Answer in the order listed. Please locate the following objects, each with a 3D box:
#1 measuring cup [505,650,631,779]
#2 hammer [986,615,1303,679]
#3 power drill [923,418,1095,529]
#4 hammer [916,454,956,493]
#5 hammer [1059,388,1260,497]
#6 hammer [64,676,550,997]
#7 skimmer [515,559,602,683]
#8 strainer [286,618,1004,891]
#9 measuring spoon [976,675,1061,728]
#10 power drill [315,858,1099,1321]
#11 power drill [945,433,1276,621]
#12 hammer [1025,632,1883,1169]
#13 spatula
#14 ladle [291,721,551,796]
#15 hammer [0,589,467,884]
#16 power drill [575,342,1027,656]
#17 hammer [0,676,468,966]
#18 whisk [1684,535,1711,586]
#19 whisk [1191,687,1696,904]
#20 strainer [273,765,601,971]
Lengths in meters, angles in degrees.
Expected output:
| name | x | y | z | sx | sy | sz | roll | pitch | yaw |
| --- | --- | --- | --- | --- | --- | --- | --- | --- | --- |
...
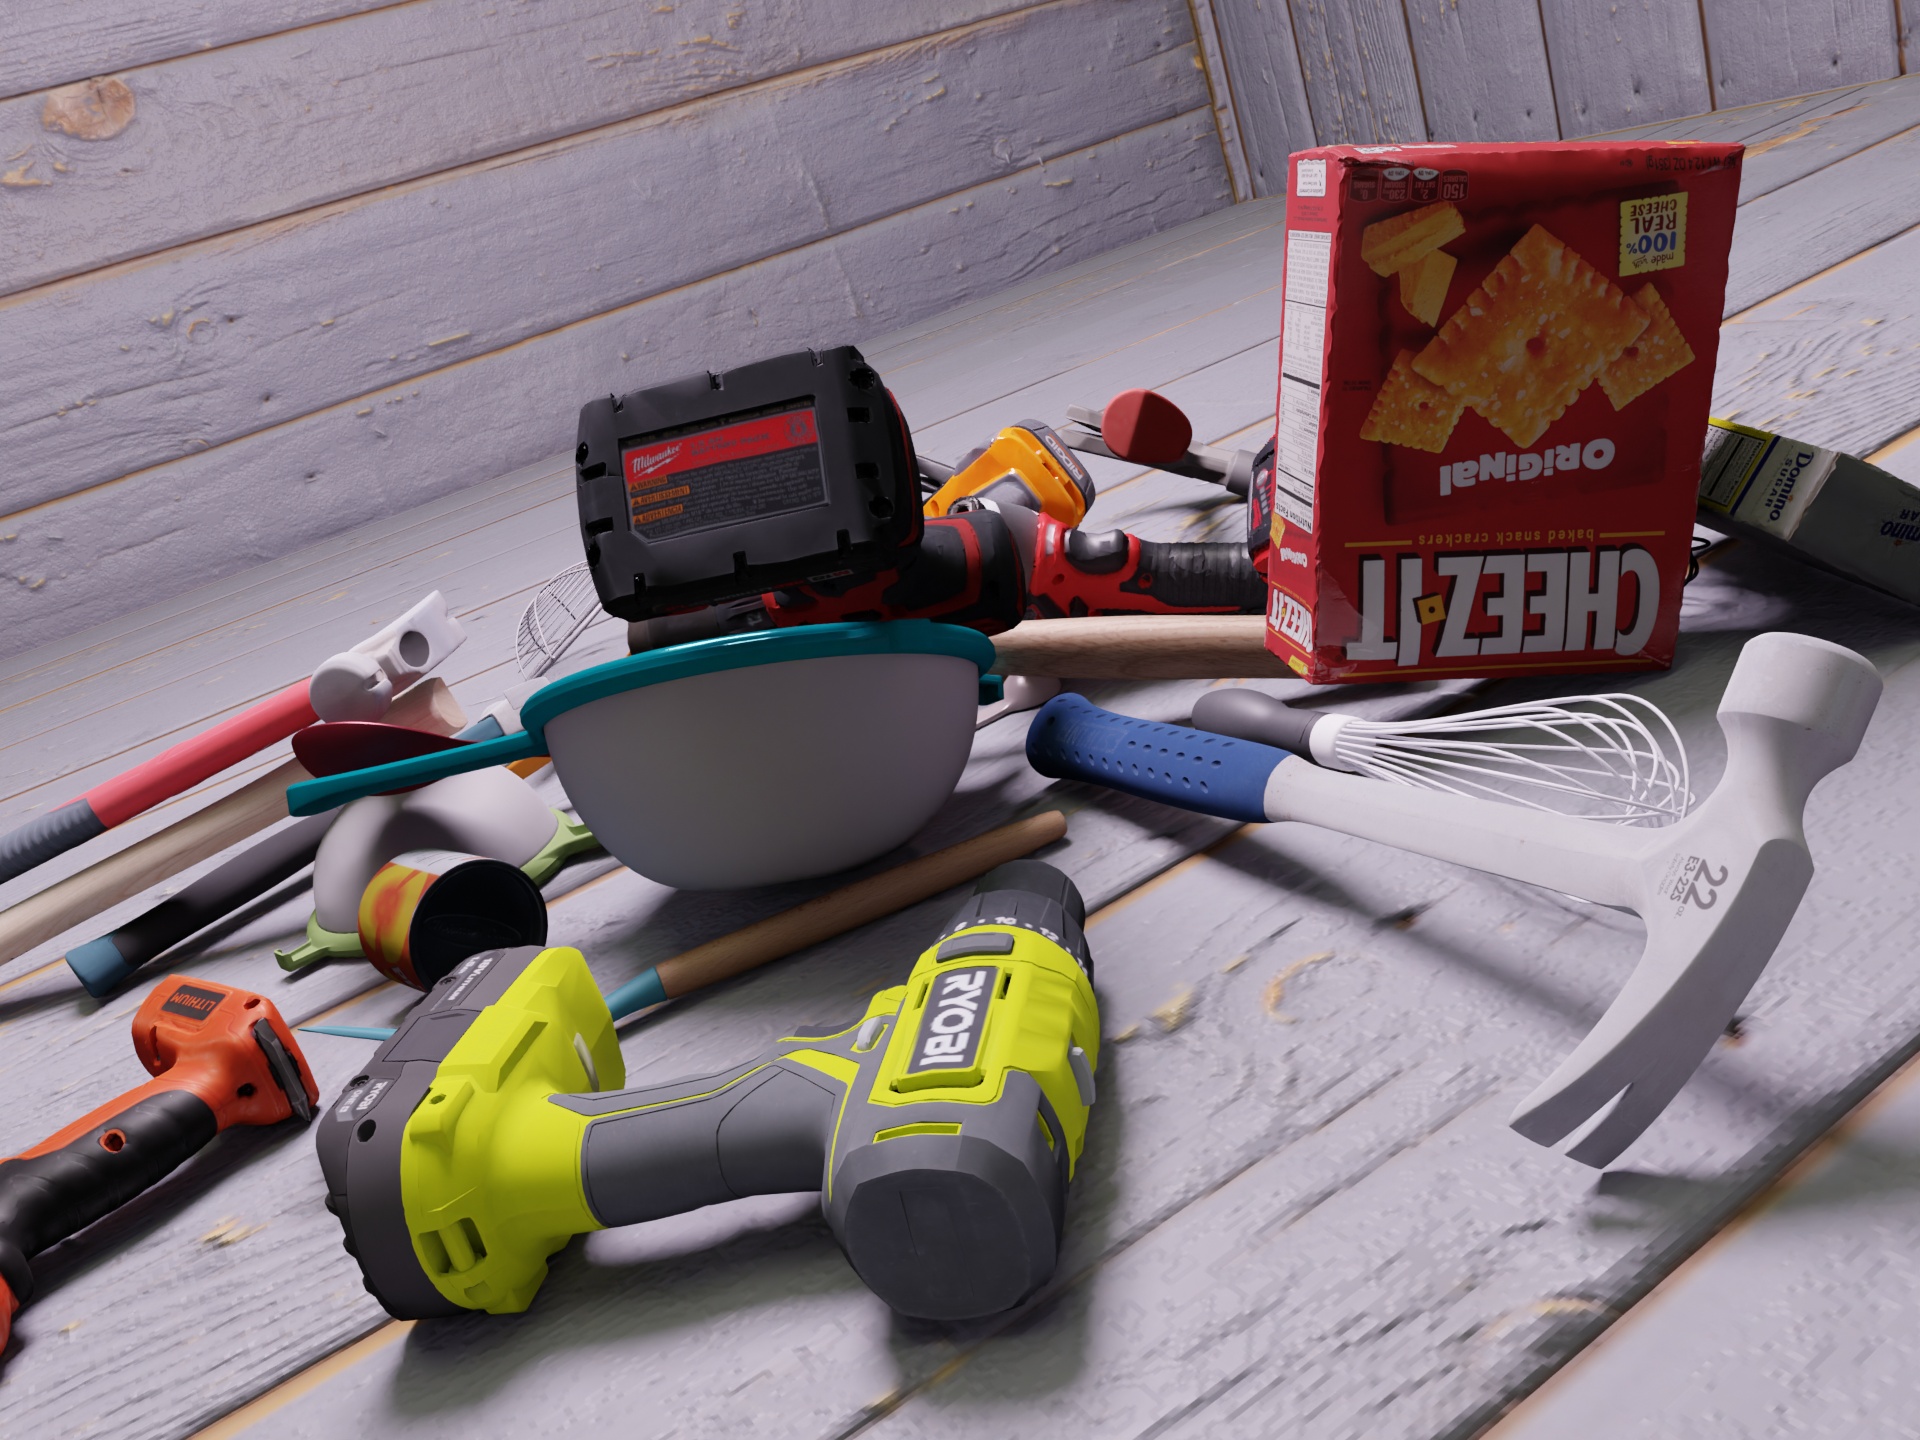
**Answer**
| name | x | y | z | sx | sy | sz | roll | pitch | yaw |
| --- | --- | --- | --- | --- | --- | --- | --- | --- | --- |
| measuring cup | -0.192 | 0.014 | 0.913 | 0.173 | 0.052 | 0.095 | -32 | -22 | 4 |
| hammer | 0.053 | -0.038 | 0.785 | 0.331 | 0.130 | 0.031 | 0 | 36 | 17 |
| power drill | -0.019 | -0.093 | 1.003 | 0.164 | 0.084 | 0.226 | -36 | 7 | 39 |
| hammer | -0.097 | -0.098 | 1.135 | 0.127 | 0.034 | 0.337 | 28 | 47 | 30 |
| hammer | 0.112 | -0.174 | 0.978 | 0.149 | 0.036 | 0.359 | 17 | 10 | 9 |
| hammer | -0.377 | 0.062 | 0.963 | 0.331 | 0.033 | 0.128 | -38 | 11 | -38 |
| skimmer | -0.168 | -0.094 | 1.241 | 0.363 | 0.090 | 0.127 | -8 | 16 | -3 |
| strainer | -0.144 | 0.038 | 0.715 | 0.340 | 0.095 | 0.211 | -12 | -8 | 9 |
| measuring spoon | -0.001 | -0.003 | 0.860 | 0.124 | 0.018 | 0.034 | -25 | 21 | -18 |
| power drill | -0.066 | 0.113 | 0.518 | 0.228 | 0.080 | 0.191 | -10 | 21 | 14 |
| power drill | 0.103 | -0.086 | 0.819 | 0.220 | 0.143 | 0.079 | -6 | 64 | 29 |
| hammer | 0.120 | 0.031 | 0.573 | 0.144 | 0.035 | 0.406 | -64 | 22 | -5 |
| spatula | -0.103 | 0.089 | 0.660 | 0.317 | 0.044 | 0.082 | -20 | -8 | -13 |
| ladle | -0.182 | 0.010 | 0.839 | 0.315 | 0.031 | 0.069 | -6 | -20 | -27 |
| hammer | -0.453 | 0.036 | 0.881 | 0.386 | 0.038 | 0.143 | -25 | 17 | 12 |
| power drill | -0.080 | -0.065 | 0.661 | 0.188 | 0.080 | 0.226 | -11 | -11 | 10 |
| hammer | -0.454 | 0.086 | 0.864 | 0.410 | 0.038 | 0.146 | -27 | 17 | 7 |
| whisk | 0.268 | -0.083 | 0.812 | 0.055 | 0.055 | 0.239 | -28 | 17 | -27 |
| whisk | 0.169 | 0.012 | 0.621 | 0.070 | 0.070 | 0.285 | -24 | 16 | -18 |
| strainer | -0.240 | 0.048 | 0.851 | 0.256 | 0.069 | 0.151 | -16 | 19 | 9 |
